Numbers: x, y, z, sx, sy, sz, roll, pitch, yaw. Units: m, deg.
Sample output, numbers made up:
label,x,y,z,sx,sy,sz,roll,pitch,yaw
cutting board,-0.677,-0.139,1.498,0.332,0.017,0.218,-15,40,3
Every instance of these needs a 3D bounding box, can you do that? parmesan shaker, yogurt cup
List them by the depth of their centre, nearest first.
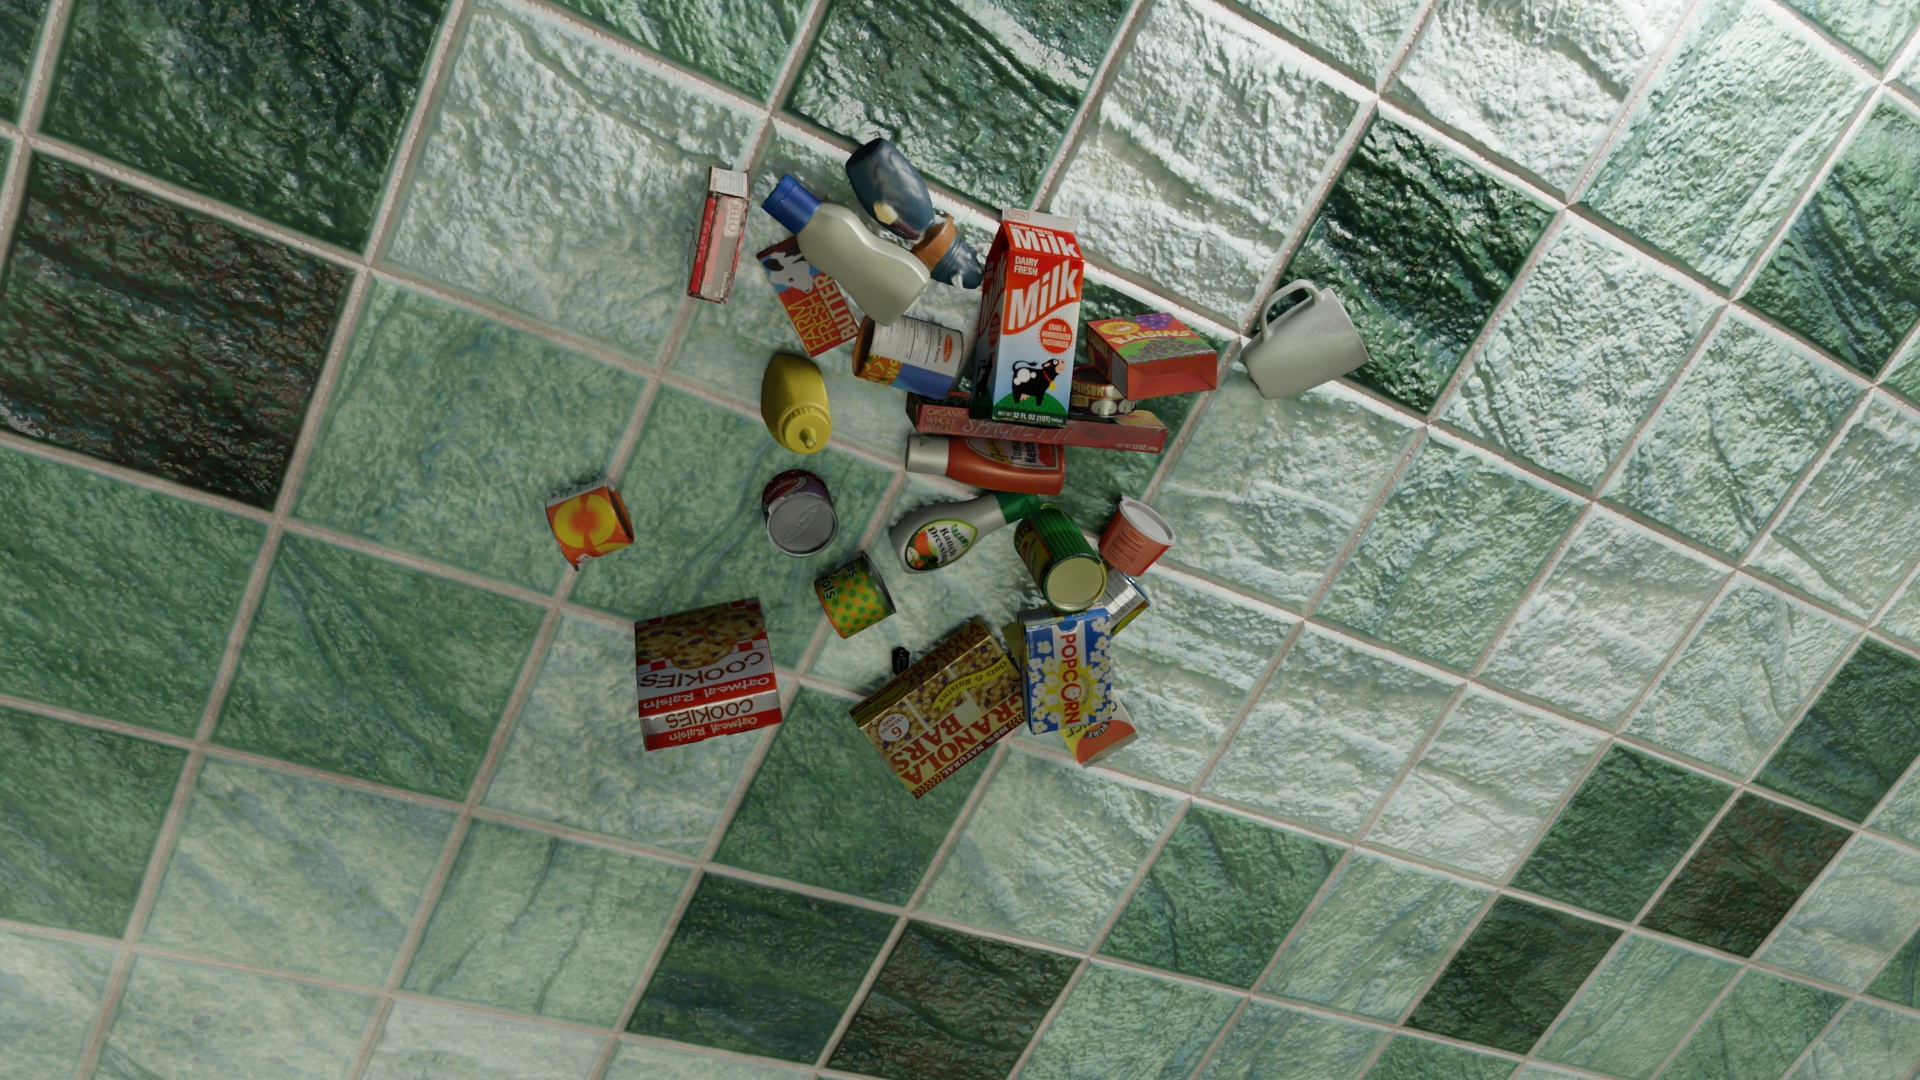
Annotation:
label,x,y,z,sx,sy,sz,roll,pitch,yaw
parmesan shaker,0.097,0.016,1.362,0.071,0.103,0.071,-6,118,-12
yogurt cup,0.175,-0.001,1.398,0.072,0.073,0.053,24,116,-24

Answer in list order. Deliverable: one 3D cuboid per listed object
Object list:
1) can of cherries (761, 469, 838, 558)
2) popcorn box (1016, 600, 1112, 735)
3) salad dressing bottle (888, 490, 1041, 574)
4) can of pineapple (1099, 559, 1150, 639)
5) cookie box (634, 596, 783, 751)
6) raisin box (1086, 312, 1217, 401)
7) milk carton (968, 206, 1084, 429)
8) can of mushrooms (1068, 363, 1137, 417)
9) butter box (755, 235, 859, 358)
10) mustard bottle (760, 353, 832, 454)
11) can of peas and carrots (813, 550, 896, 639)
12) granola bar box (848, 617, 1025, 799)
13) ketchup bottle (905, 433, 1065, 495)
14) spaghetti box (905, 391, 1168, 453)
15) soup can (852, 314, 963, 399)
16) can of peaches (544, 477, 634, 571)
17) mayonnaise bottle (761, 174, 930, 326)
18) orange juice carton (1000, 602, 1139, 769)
label,x,y,z,sx,sy,sz,roll,pitch,yaw
can of cherries,-0.152,-0.028,1.299,0.071,0.058,0.071,-6,118,-11
popcorn box,0.103,0.124,1.370,0.085,0.038,0.126,-9,117,-9
salad dressing bottle,0.005,-0.017,1.355,0.148,0.044,0.064,-24,121,-2
can of pineapple,0.152,0.059,1.422,0.058,0.071,0.071,-42,119,8
cookie box,-0.236,0.122,1.289,0.123,0.168,0.040,-12,120,-9
raisin box,0.174,-0.170,1.276,0.086,0.124,0.040,-9,118,-10
milk carton,0.060,-0.198,1.242,0.072,0.073,0.190,6,92,-17
can of mushrooms,0.133,-0.142,1.312,0.071,0.071,0.033,-5,117,-12
butter box,-0.134,-0.218,1.228,0.053,0.024,0.103,-27,119,0
mustard bottle,-0.140,-0.110,1.202,0.049,0.161,0.065,9,115,-20
can of peas and carrots,-0.104,0.053,1.349,0.059,0.071,0.070,-28,120,1
granola bar box,-0.013,0.175,1.434,0.166,0.039,0.123,-36,125,-4
ketchup bottle,0.023,-0.076,1.322,0.149,0.065,0.043,4,132,-8
spaghetti box,0.072,-0.114,1.320,0.250,0.050,0.028,4,114,-16
soup can,-0.049,-0.168,1.253,0.084,0.071,0.071,13,112,-20
can of peaches,-0.333,-0.015,1.252,0.058,0.071,0.071,-22,120,-4
mayonnaise bottle,-0.099,-0.249,1.177,0.148,0.041,0.064,38,119,-15
orange juice carton,0.122,0.161,1.459,0.072,0.073,0.192,-30,120,1
